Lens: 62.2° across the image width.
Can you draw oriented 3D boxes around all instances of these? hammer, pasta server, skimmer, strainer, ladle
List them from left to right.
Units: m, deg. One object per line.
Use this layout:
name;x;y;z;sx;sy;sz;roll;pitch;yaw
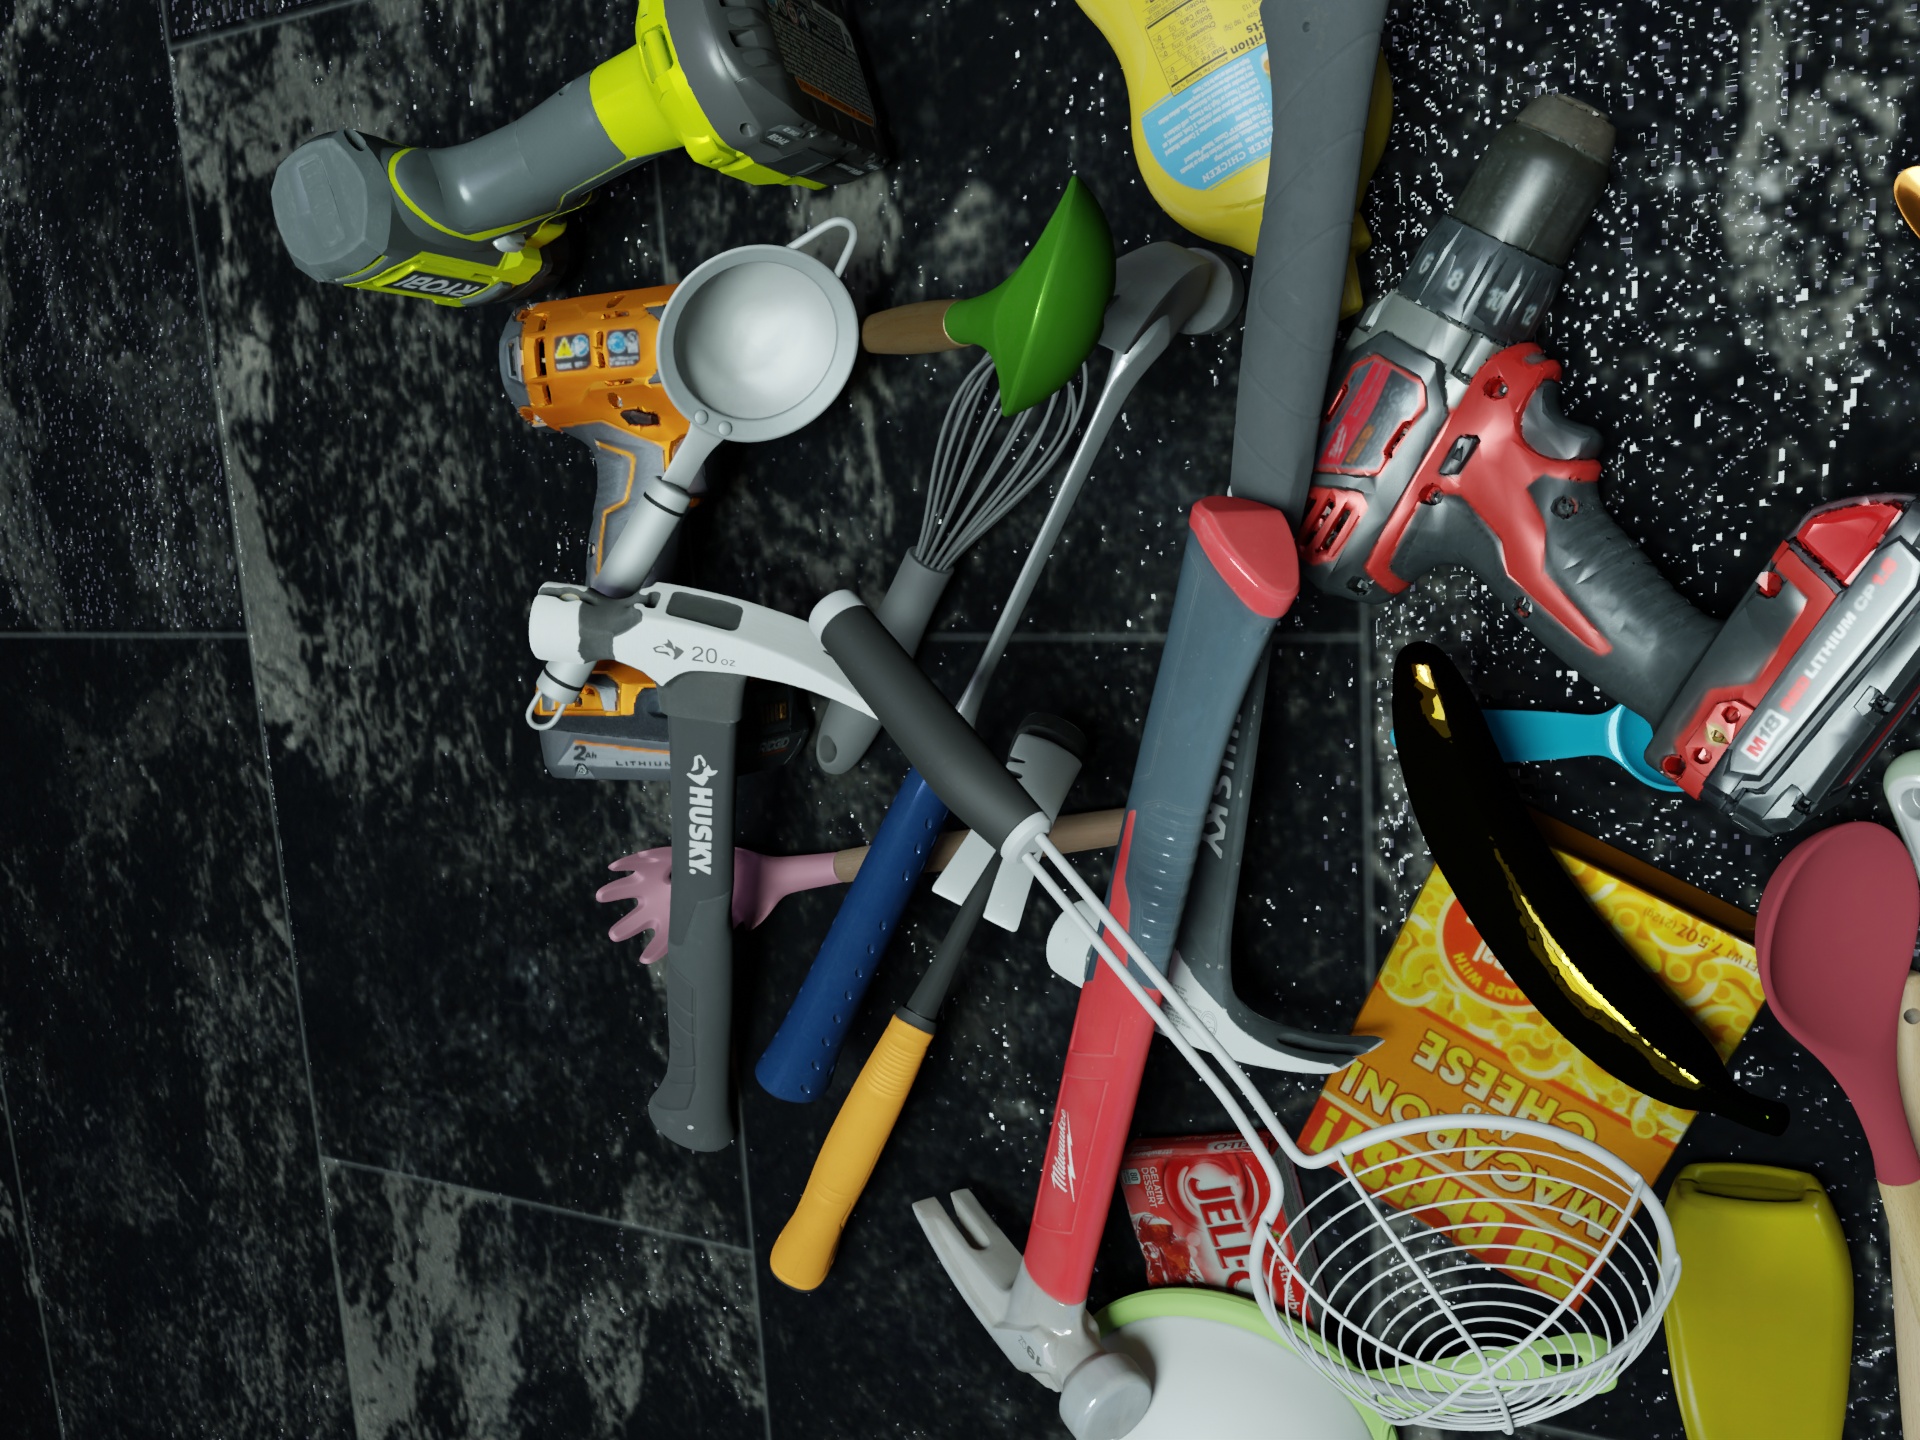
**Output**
strainer;-0.122;-0.104;0.678;0.258;0.086;0.050;-57;38;12
hammer;-0.114;0.086;0.735;0.146;0.035;0.334;7;127;-1
pasta server;-0.037;0.068;0.748;0.316;0.040;0.060;-11;102;28
hammer;-0.029;0.155;0.711;0.034;0.127;0.336;26;124;3
hammer;-0.001;-0.002;0.654;0.035;0.144;0.405;31;114;13
hammer;0.056;0.095;0.628;0.143;0.038;0.386;39;127;48
skimmer;0.077;0.081;0.547;0.364;0.090;0.127;49;122;25
hammer;0.111;-0.054;0.580;0.149;0.036;0.408;25;120;40
strainer;0.146;0.303;0.656;0.256;0.069;0.151;-29;101;35
ladle;0.337;0.181;0.554;0.069;0.031;0.315;-22;97;-13

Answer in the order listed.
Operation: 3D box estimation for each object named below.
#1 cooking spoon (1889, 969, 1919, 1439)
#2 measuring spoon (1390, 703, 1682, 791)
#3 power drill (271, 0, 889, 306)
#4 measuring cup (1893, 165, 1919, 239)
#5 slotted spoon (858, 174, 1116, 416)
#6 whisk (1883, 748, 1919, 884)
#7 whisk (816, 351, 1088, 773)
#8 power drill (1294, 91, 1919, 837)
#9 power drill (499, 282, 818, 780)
cooking spoon;0.356;0.246;0.586;0.069;0.017;0.319;-5;98;16
measuring spoon;0.229;0.005;0.609;0.129;0.021;0.042;-1;94;37
power drill;-0.153;-0.241;0.684;0.223;0.171;0.080;-16;93;21
measuring cup;0.357;-0.109;0.495;0.174;0.052;0.095;51;118;12
slotted spoon;-0.004;-0.144;0.572;0.031;0.314;0.070;14;97;-18
whisk;0.368;0.127;0.541;0.058;0.059;0.246;-24;83;55
whisk;-0.011;-0.068;0.705;0.055;0.055;0.239;38;119;16
power drill;0.229;-0.089;0.541;0.227;0.080;0.187;40;116;29
power drill;-0.129;-0.088;0.743;0.164;0.084;0.226;0;97;26
